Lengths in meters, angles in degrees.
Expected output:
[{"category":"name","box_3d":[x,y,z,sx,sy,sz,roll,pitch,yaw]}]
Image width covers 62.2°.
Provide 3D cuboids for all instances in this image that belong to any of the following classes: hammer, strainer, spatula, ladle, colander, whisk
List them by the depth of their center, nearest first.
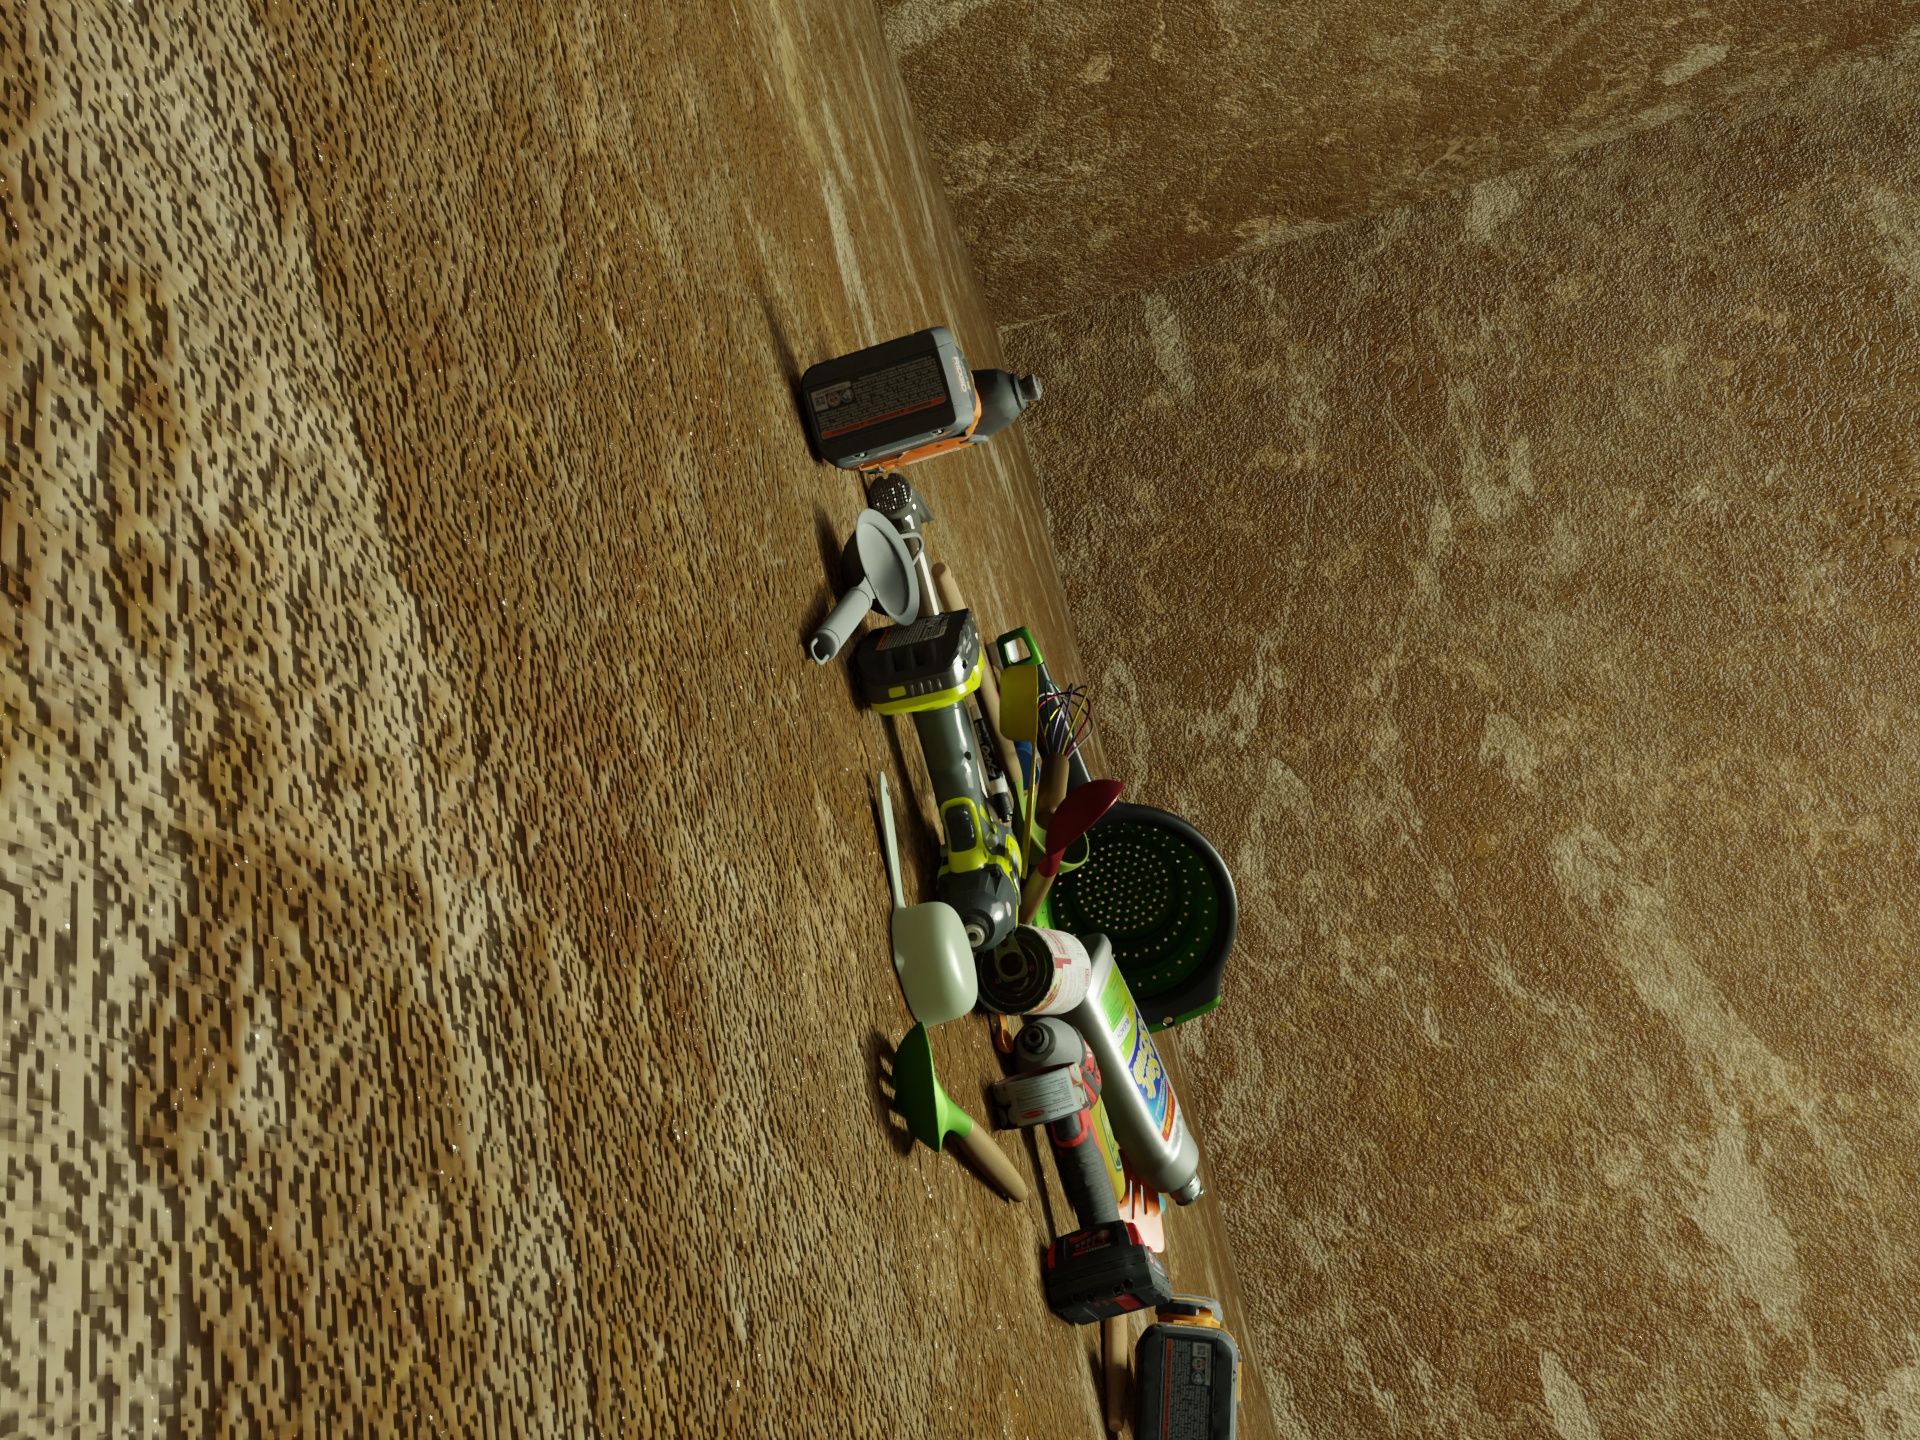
[{"category":"strainer","box_3d":[-0.070,-0.082,1.059,0.086,0.050,0.258,65,16,-15]},{"category":"ladle","box_3d":[0.061,0.121,1.190,0.031,0.069,0.315,39,-28,11]},{"category":"whisk","box_3d":[0.078,0.023,1.258,0.245,0.047,0.051,-74,146,-67]},{"category":"ladle","box_3d":[0.050,0.026,1.299,0.319,0.062,0.078,69,4,-51]},{"category":"spatula","box_3d":[0.141,0.491,1.372,0.082,0.044,0.318,48,15,-10]},{"category":"hammer","box_3d":[-0.002,-0.004,1.375,0.146,0.038,0.411,24,51,-81]},{"category":"colander","box_3d":[0.122,0.095,1.480,0.094,0.204,0.397,-69,138,-78]},{"category":"spatula","box_3d":[0.133,0.366,1.532,0.081,0.041,0.323,29,21,-25]},{"category":"hammer","box_3d":[0.063,0.012,1.687,0.405,0.035,0.144,-84,158,-78]}]

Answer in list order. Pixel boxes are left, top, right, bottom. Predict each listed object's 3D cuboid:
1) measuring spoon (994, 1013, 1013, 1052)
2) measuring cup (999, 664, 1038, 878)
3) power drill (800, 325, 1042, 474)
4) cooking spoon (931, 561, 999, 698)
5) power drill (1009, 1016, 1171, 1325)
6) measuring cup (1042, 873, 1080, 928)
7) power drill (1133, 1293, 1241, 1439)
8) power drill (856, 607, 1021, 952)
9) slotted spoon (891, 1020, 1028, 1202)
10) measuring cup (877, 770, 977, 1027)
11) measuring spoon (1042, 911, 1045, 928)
[{"category":"measuring spoon","box_3d":[0.021,0.203,1.235,0.021,0.011,0.117,39,31,-57]},{"category":"measuring cup","box_3d":[0.040,0.037,1.158,0.062,0.029,0.156,83,10,-86]},{"category":"power drill","box_3d":[-0.025,-0.246,1.237,0.226,0.164,0.084,-33,108,-79]},{"category":"cooking spoon","box_3d":[0.011,-0.056,1.358,0.318,0.017,0.069,65,11,-66]},{"category":"power drill","box_3d":[0.090,0.337,1.222,0.143,0.078,0.220,61,13,-59]},{"category":"measuring cup","box_3d":[0.102,0.172,1.669,0.095,0.052,0.174,66,10,-46]},{"category":"power drill","box_3d":[0.185,0.579,1.314,0.226,0.084,0.185,63,30,-73]},{"category":"power drill","box_3d":[-0.006,0.045,1.124,0.171,0.080,0.223,-77,153,-75]},{"category":"slotted spoon","box_3d":[0.006,0.256,0.971,0.313,0.031,0.070,64,13,-59]},{"category":"measuring cup","box_3d":[-0.022,0.108,1.007,0.083,0.038,0.168,50,28,-71]},{"category":"measuring spoon","box_3d":[0.076,0.212,1.577,0.042,0.021,0.128,-91,172,-67]}]
